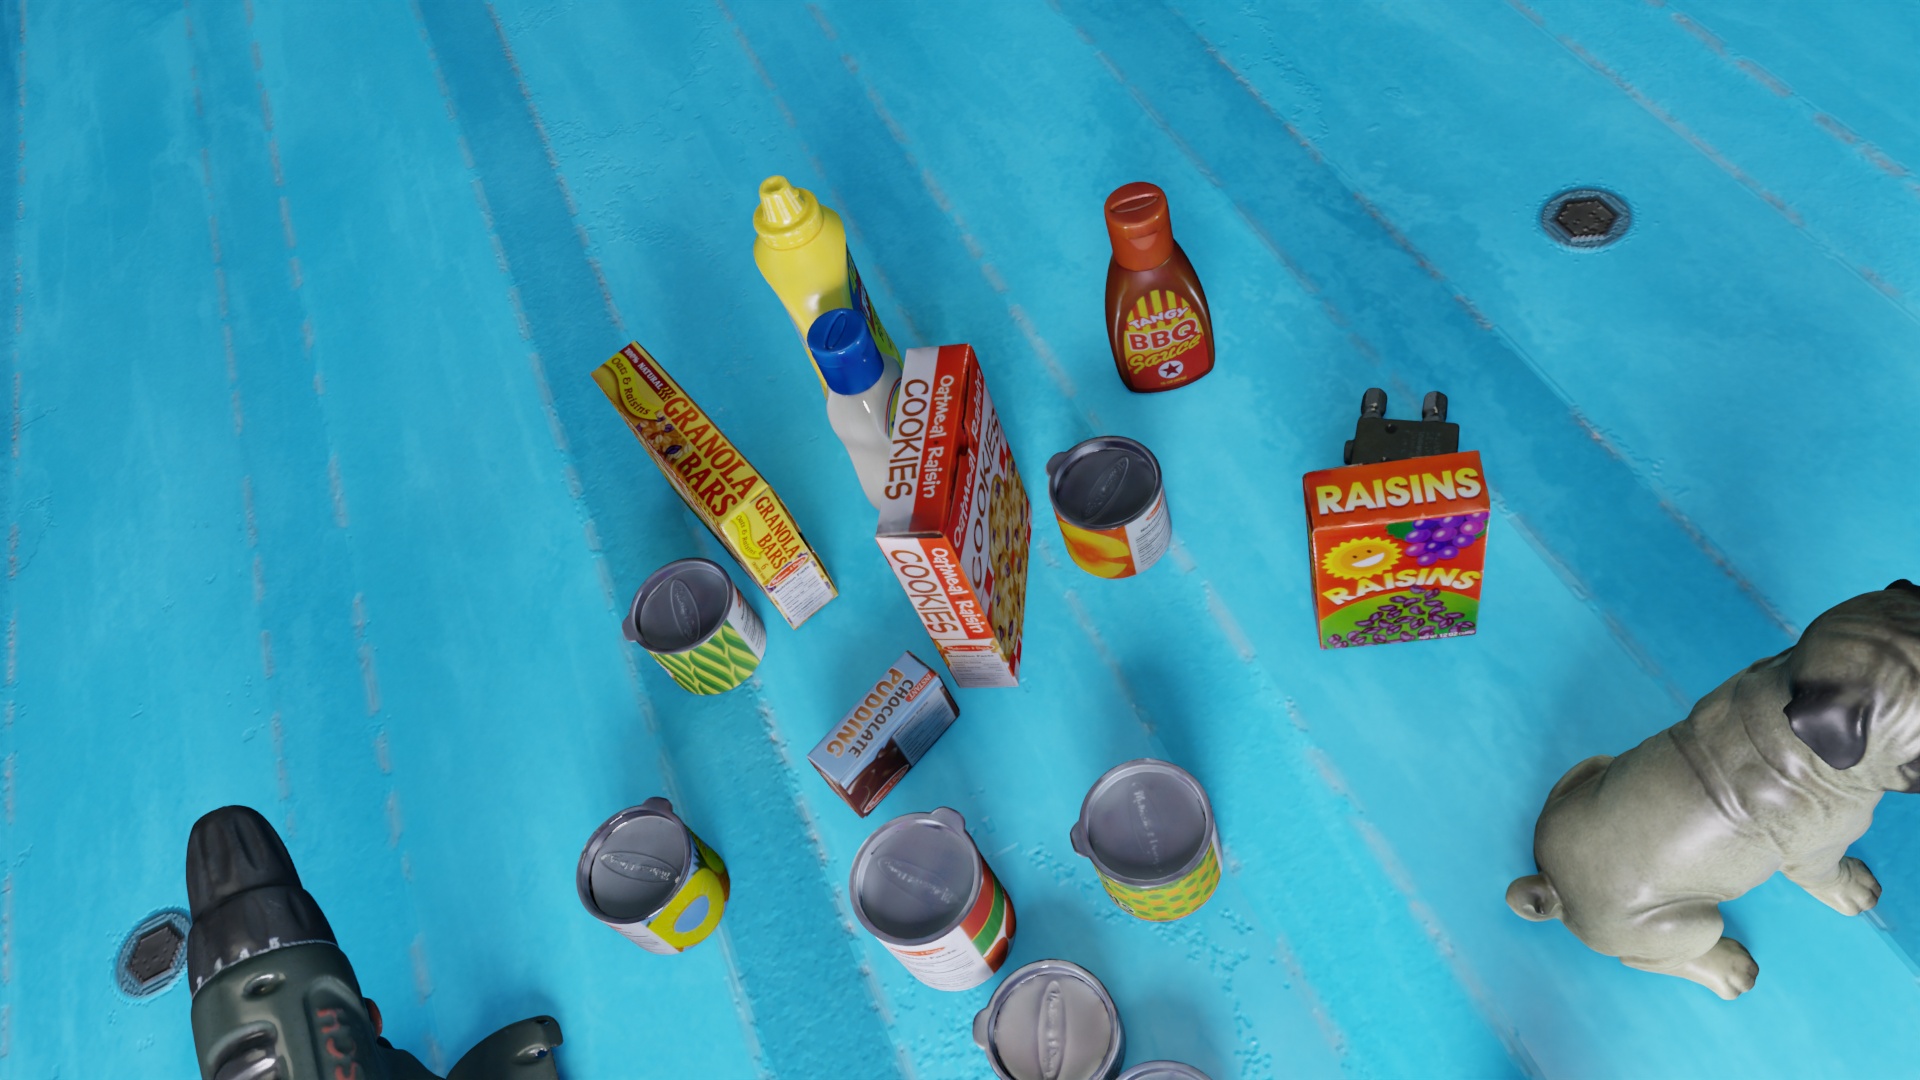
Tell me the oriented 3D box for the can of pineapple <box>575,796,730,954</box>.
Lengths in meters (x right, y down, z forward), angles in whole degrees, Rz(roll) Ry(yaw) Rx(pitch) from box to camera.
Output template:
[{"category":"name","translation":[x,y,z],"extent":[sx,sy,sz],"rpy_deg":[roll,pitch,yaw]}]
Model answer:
[{"category":"can of pineapple","translation":[-0.165,0.184,0.759],"extent":[0.071,0.057,0.071],"rpy_deg":[-8,56,12]}]

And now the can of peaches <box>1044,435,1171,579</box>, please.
[{"category":"can of peaches","translation":[0.087,-0.020,0.820],"extent":[0.071,0.057,0.071],"rpy_deg":[-8,56,12]}]

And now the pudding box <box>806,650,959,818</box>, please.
[{"category":"pudding box","translation":[-0.042,0.109,0.778],"extent":[0.030,0.049,0.084],"rpy_deg":[33,72,32]}]

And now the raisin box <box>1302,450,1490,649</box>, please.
[{"category":"raisin box","translation":[0.225,0.007,0.720],"extent":[0.086,0.123,0.040],"rpy_deg":[-7,56,13]}]

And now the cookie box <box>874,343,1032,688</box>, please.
[{"category":"cookie box","translation":[0.003,-0.010,0.771],"extent":[0.040,0.166,0.123],"rpy_deg":[-3,57,15]}]

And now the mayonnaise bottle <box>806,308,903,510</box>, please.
[{"category":"mayonnaise bottle","translation":[-0.053,-0.079,0.846],"extent":[0.041,0.147,0.065],"rpy_deg":[6,60,20]}]

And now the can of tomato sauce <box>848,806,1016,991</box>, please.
[{"category":"can of tomato sauce","translation":[-0.011,0.181,0.700],"extent":[0.071,0.082,0.071],"rpy_deg":[-8,56,12]}]

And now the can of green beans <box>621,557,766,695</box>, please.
[{"category":"can of green beans","translation":[-0.159,0.053,0.845],"extent":[0.071,0.057,0.071],"rpy_deg":[-8,56,12]}]

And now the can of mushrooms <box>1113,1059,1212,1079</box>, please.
[{"category":"can of mushrooms","translation":[0.095,0.278,0.634],"extent":[0.071,0.033,0.071],"rpy_deg":[-8,56,12]}]

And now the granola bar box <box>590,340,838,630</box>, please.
[{"category":"granola bar box","translation":[-0.151,-0.035,0.860],"extent":[0.039,0.123,0.166],"rpy_deg":[-39,55,-10]}]

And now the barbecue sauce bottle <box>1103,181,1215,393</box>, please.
[{"category":"barbecue sauce bottle","translation":[0.116,-0.152,0.844],"extent":[0.065,0.148,0.044],"rpy_deg":[-14,55,7]}]

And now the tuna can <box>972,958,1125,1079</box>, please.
[{"category":"tuna can","translation":[0.044,0.241,0.675],"extent":[0.071,0.032,0.071],"rpy_deg":[-8,56,12]}]

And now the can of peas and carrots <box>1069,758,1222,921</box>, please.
[{"category":"can of peas and carrots","translation":[0.095,0.153,0.702],"extent":[0.071,0.058,0.071],"rpy_deg":[-8,56,12]}]
